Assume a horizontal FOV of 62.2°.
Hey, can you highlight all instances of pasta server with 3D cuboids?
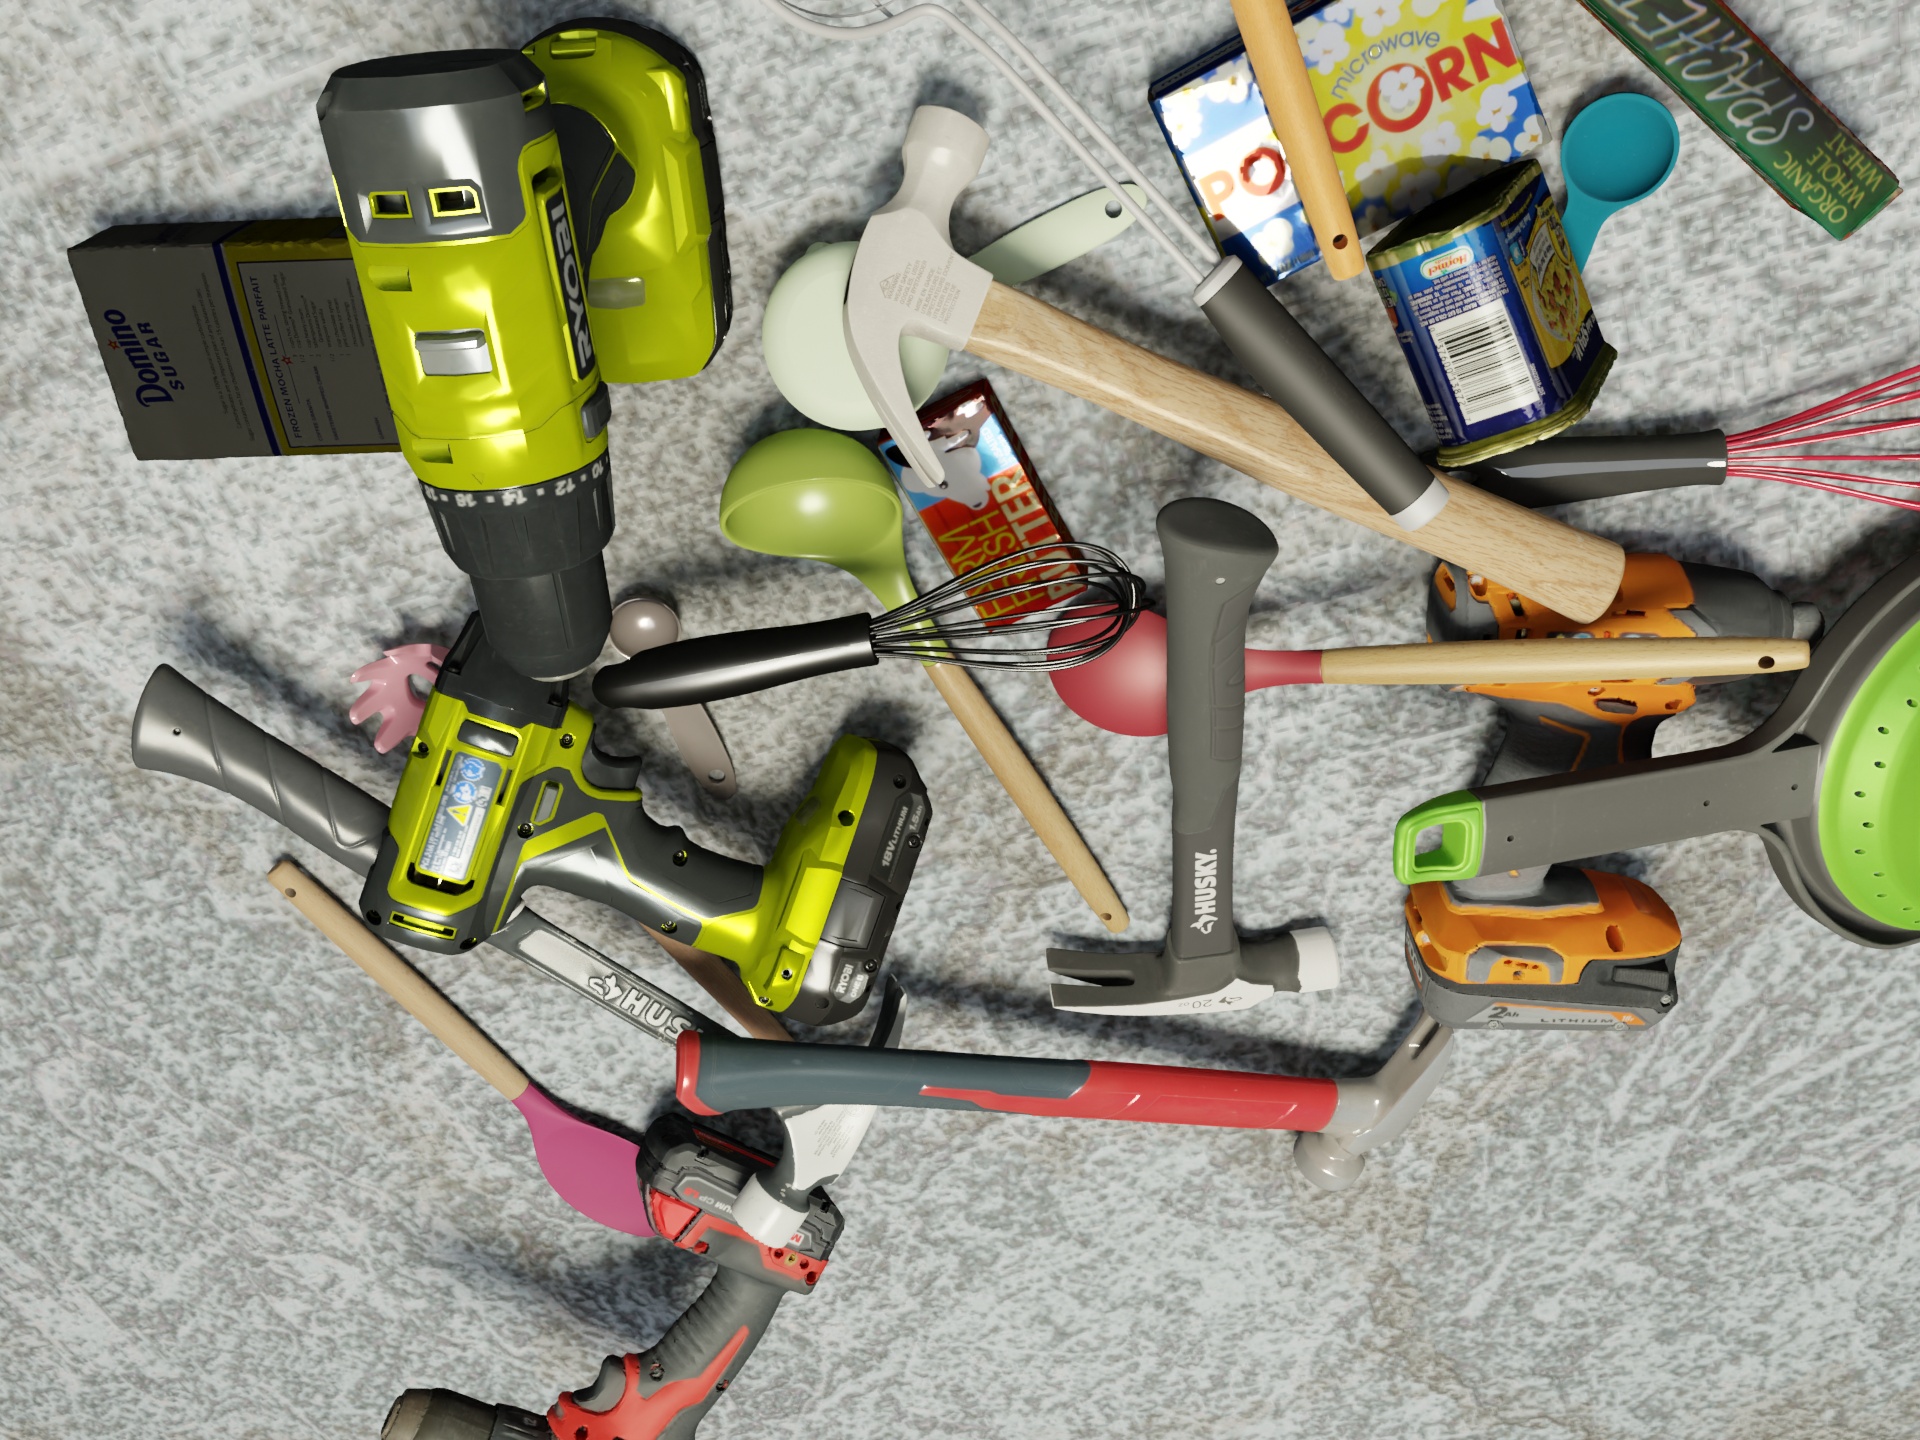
[{"bbox_3d":[-0.180,0.077,0.801,0.060,0.040,0.316,-32,116,14],"label":"pasta server"}]

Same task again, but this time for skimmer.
[{"bbox_3d":[0.058,-0.203,0.547,0.363,0.090,0.127,45,81,-10],"label":"skimmer"}]

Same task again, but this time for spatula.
[{"bbox_3d":[0.080,-0.304,0.538,0.081,0.041,0.322,-20,113,15],"label":"spatula"}]

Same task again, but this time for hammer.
[{"bbox_3d":[-0.204,0.100,0.763,0.408,0.036,0.149,37,88,-20],"label":"hammer"},{"bbox_3d":[0.102,0.034,0.702,0.146,0.035,0.334,-8,139,2],"label":"hammer"},{"bbox_3d":[0.110,-0.112,0.624,0.331,0.031,0.130,22,89,-9],"label":"hammer"},{"bbox_3d":[0.054,0.175,0.795,0.386,0.038,0.143,7,131,-16],"label":"hammer"}]

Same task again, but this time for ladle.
[{"bbox_3d":[0.180,-0.023,0.671,0.315,0.031,0.069,-1,119,24],"label":"ladle"},{"bbox_3d":[-0.001,-0.002,0.736,0.078,0.062,0.319,-17,123,30],"label":"ladle"}]

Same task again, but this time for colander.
[{"bbox_3d":[0.376,0.036,0.651,0.397,0.095,0.204,-9,114,-11],"label":"colander"}]

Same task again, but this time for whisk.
[{"bbox_3d":[-0.038,-0.032,0.660,0.239,0.055,0.055,-10,120,5],"label":"whisk"},{"bbox_3d":[0.334,-0.110,0.656,0.296,0.073,0.073,-3,121,12],"label":"whisk"}]

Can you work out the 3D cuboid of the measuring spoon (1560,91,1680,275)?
[{"bbox_3d":[0.242,-0.189,0.636,0.042,0.021,0.128,25,130,7],"label":"measuring spoon"}]

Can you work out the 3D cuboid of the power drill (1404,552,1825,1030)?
[{"bbox_3d":[0.291,0.031,0.728,0.164,0.084,0.226,0,117,3],"label":"power drill"}]

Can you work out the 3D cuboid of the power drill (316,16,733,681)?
[{"bbox_3d":[-0.138,-0.141,0.554,0.080,0.229,0.190,-2,121,4],"label":"power drill"}]

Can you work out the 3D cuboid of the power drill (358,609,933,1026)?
[{"bbox_3d":[-0.135,0.040,0.721,0.223,0.080,0.171,19,91,-17],"label":"power drill"}]

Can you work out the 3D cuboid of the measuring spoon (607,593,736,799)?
[{"bbox_3d":[-0.134,-0.011,0.762,0.034,0.018,0.124,-17,126,4],"label":"measuring spoon"}]

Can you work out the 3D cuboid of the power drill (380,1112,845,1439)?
[{"bbox_3d":[-0.183,0.334,0.863,0.187,0.080,0.227,28,82,-14],"label":"power drill"}]

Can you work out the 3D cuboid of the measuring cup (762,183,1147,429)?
[{"bbox_3d":[-0.002,-0.173,0.634,0.167,0.038,0.083,-24,101,10],"label":"measuring cup"}]

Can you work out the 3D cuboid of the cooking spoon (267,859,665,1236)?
[{"bbox_3d":[-0.263,0.189,0.884,0.069,0.017,0.318,-30,116,18],"label":"cooking spoon"}]
